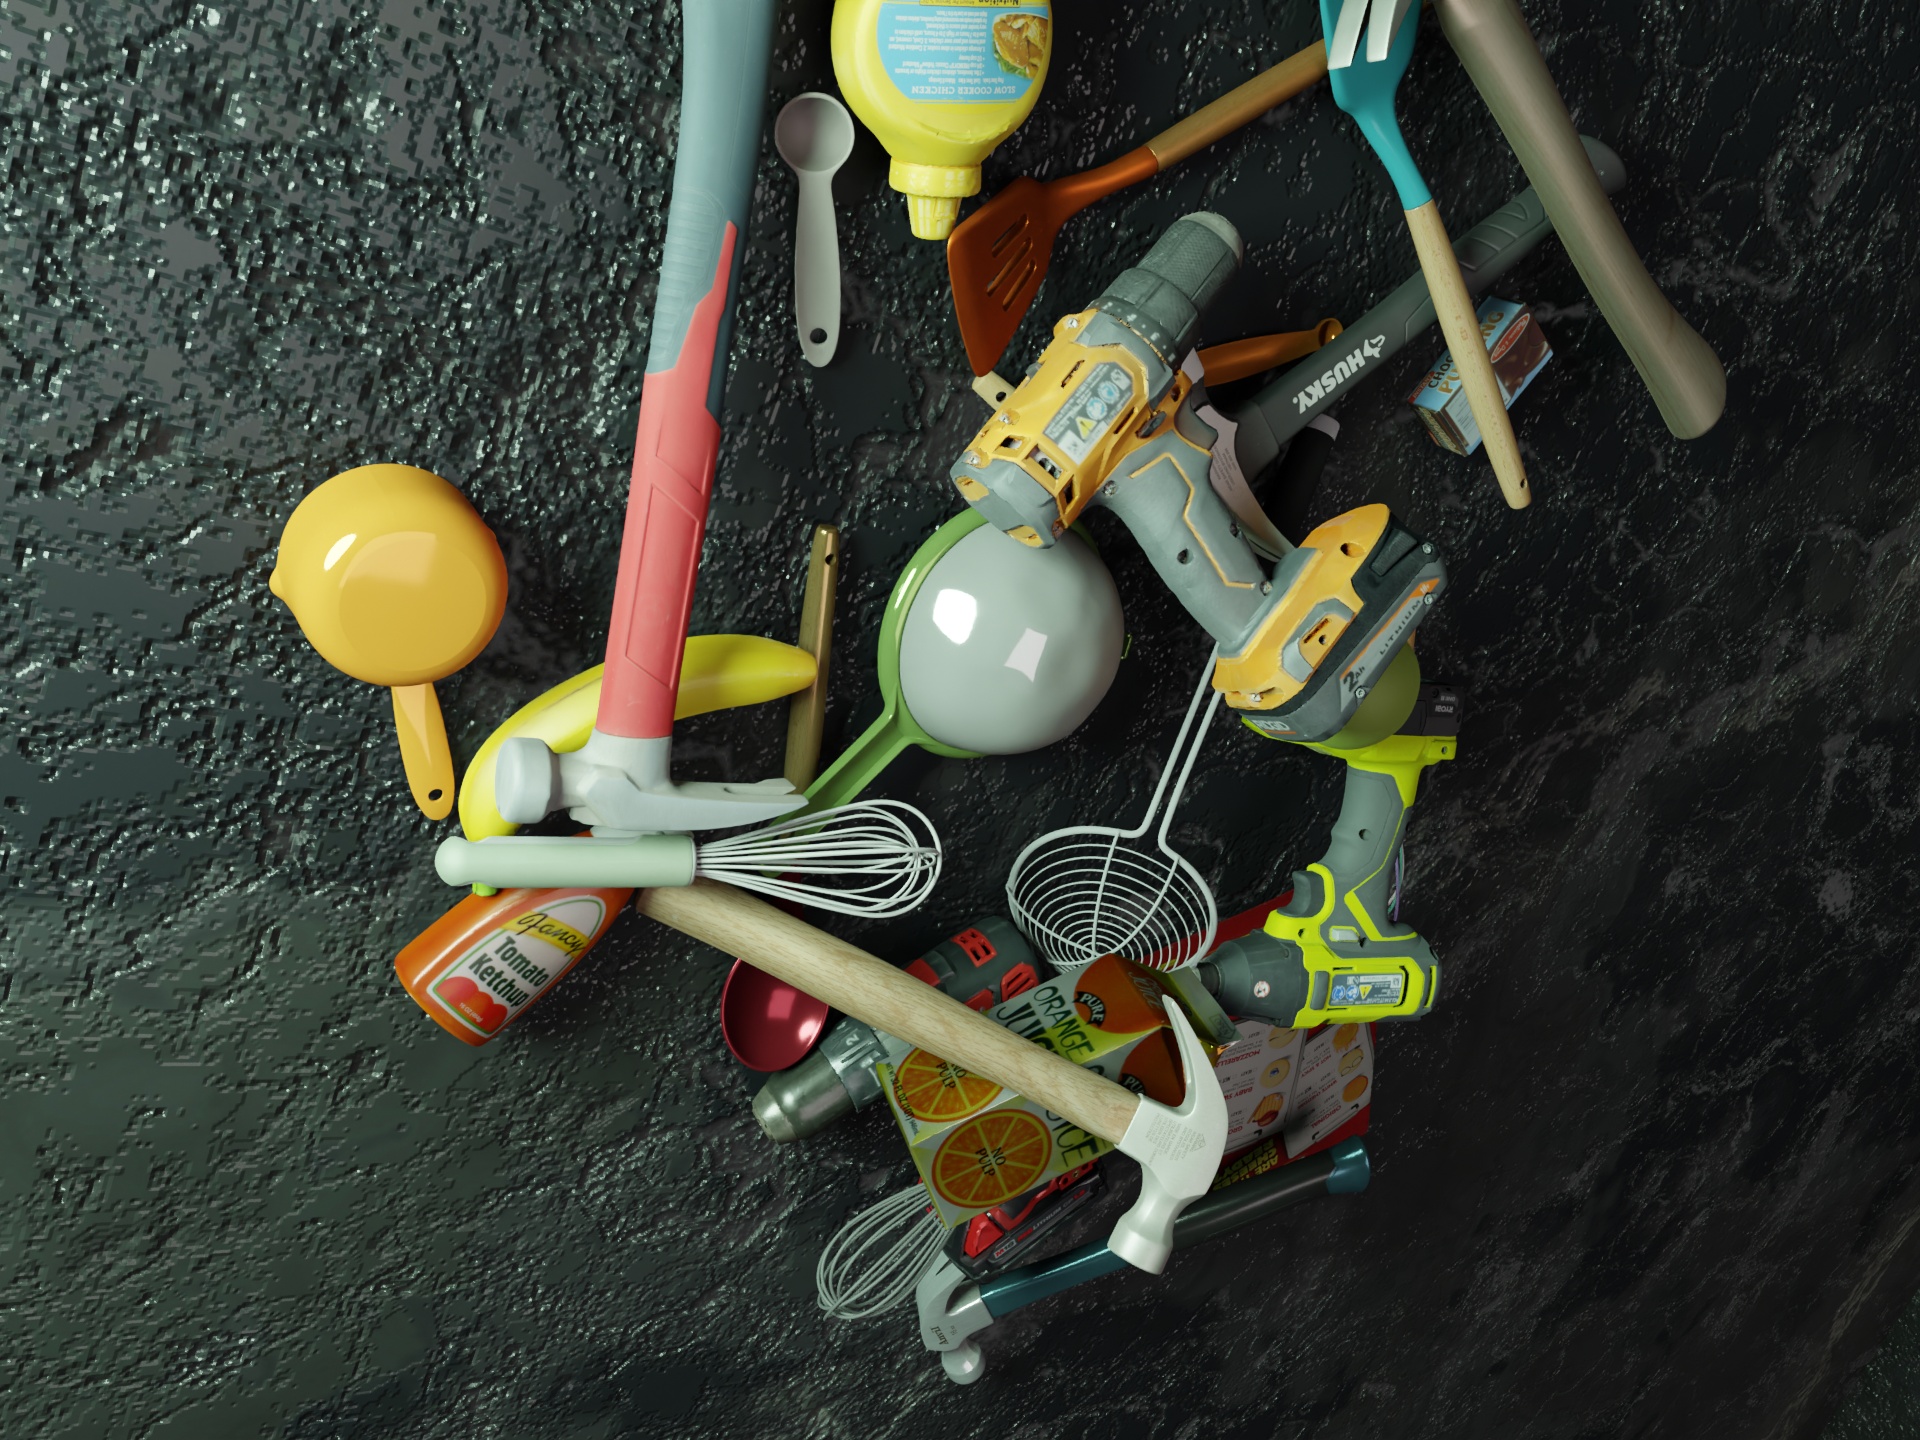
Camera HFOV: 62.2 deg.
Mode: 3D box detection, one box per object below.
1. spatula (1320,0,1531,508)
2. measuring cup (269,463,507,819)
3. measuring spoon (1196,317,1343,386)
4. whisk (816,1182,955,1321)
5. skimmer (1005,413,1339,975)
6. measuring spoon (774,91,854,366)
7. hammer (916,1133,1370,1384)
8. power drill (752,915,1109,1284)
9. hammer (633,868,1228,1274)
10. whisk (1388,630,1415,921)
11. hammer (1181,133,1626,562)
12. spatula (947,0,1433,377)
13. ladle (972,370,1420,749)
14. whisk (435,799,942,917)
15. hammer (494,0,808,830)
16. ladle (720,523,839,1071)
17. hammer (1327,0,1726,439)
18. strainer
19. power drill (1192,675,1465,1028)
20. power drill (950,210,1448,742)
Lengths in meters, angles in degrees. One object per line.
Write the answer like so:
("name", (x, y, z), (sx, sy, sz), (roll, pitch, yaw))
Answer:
("spatula", (0.258, -0.250, 0.842), (0.082, 0.044, 0.317), (-38, 115, -21))
("measuring cup", (-0.234, -0.021, 0.686), (0.095, 0.052, 0.173), (-16, 122, -26))
("measuring spoon", (0.162, -0.202, 0.876), (0.117, 0.011, 0.021), (-18, 111, -20))
("whisk", (0.011, 0.264, 0.929), (0.239, 0.055, 0.055), (-37, 131, -17))
("skimmer", (0.139, -0.007, 0.948), (0.127, 0.090, 0.363), (22, 91, 1))
("measuring spoon", (-0.065, -0.219, 0.712), (0.034, 0.018, 0.124), (-1, 126, -5))
("hammer", (0.125, 0.360, 1.095), (0.331, 0.033, 0.128), (-21, 125, 2))
("power drill", (-0.013, 0.245, 0.977), (0.188, 0.080, 0.226), (-32, 127, -15))
("hammer", (-0.013, 0.153, 0.823), (0.331, 0.031, 0.130), (28, 84, -2))
("whisk", (0.285, 0.042, 1.085), (0.047, 0.051, 0.244), (-44, 139, -54))
("hammer", (0.253, -0.224, 0.889), (0.335, 0.035, 0.146), (-38, 114, -15))
("spatula", (0.117, -0.281, 0.778), (0.322, 0.041, 0.080), (-34, 142, -15))
("ladle", (0.129, -0.086, 0.854), (0.320, 0.062, 0.078), (36, 106, -20))
("whisk", (-0.123, 0.066, 0.761), (0.246, 0.058, 0.059), (2, 87, -24))
("hammer", (-0.105, -0.136, 0.685), (0.143, 0.038, 0.386), (3, 108, -30))
("ladle", (-0.088, 0.048, 0.843), (0.069, 0.031, 0.315), (-8, 118, -34))
("hammer", (0.328, -0.275, 0.860), (0.410, 0.038, 0.146), (37, 74, -39))
("strainer", (-0.001, -0.003, 0.825), (0.256, 0.069, 0.151), (-44, 133, -14))
("power drill", (0.228, 0.080, 0.992), (0.171, 0.080, 0.223), (3, 98, -22))
("power drill", (0.132, -0.120, 0.785), (0.226, 0.084, 0.185), (39, 82, -12))
